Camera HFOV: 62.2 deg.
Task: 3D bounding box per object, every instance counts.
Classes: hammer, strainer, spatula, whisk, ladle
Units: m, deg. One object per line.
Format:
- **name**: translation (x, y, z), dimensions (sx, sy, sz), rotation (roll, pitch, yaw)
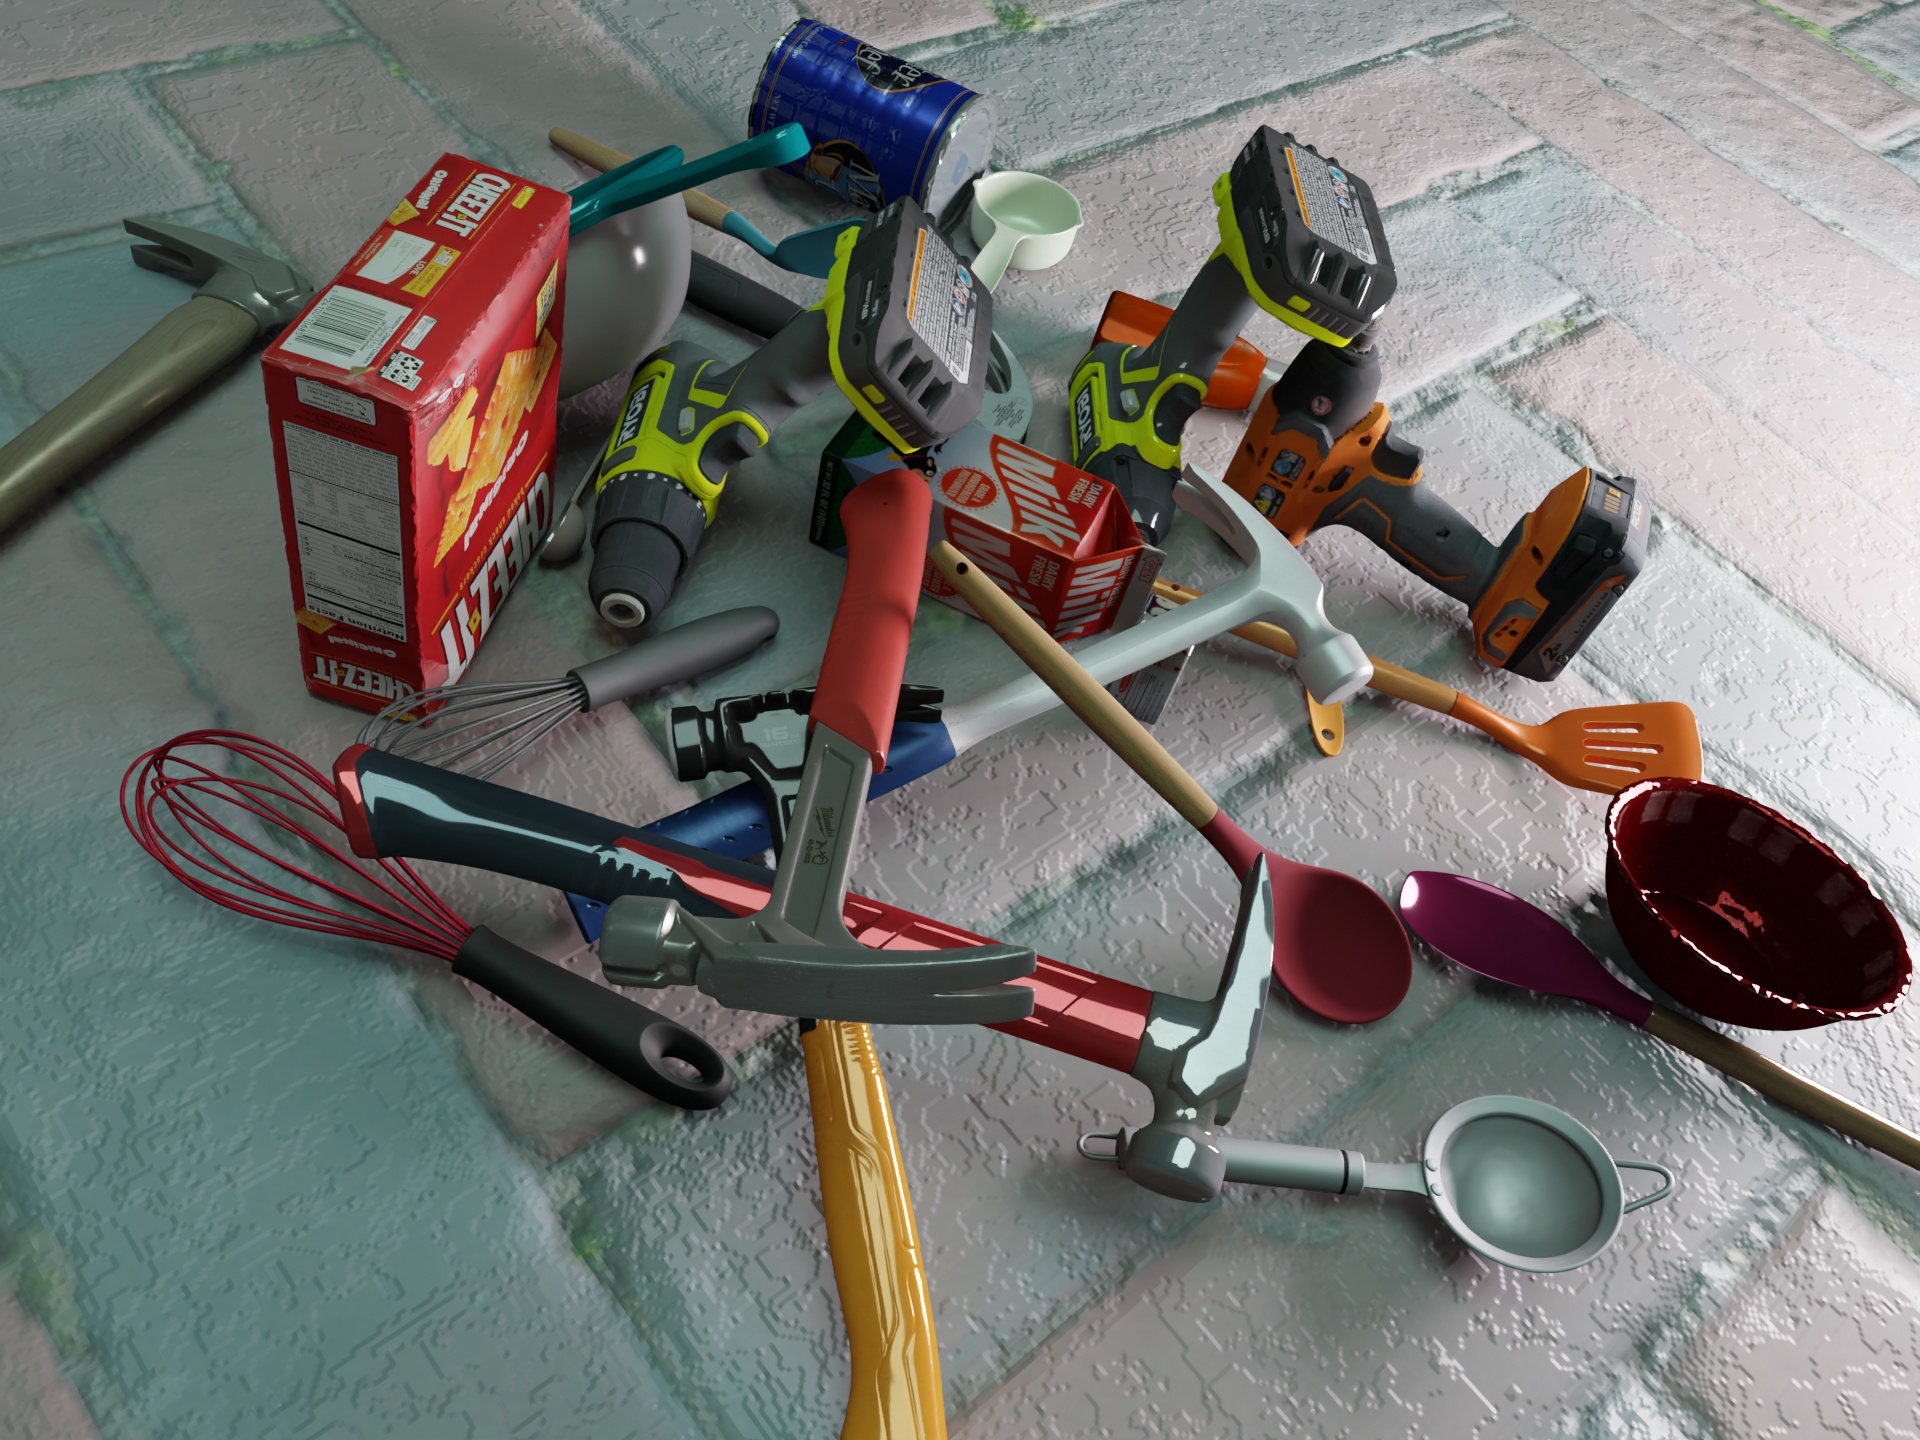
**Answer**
- **hammer**: translation (-0.001, -0.002, 0.772), dimensions (0.405, 0.035, 0.144), rotation (-24, 71, -16)
- **strainer**: translation (0.179, 0.201, 0.703), dimensions (0.258, 0.050, 0.087), rotation (7, 44, -2)
- **spatula**: translation (-0.158, -0.337, 1.020), dimensions (0.318, 0.044, 0.082), rotation (33, 9, 29)
- **whisk**: translation (-0.187, -0.013, 0.784), dimensions (0.239, 0.055, 0.055), rotation (-25, 61, -35)
- **whisk**: translation (-0.228, 0.088, 0.683), dimensions (0.296, 0.073, 0.073), rotation (29, 50, 2)
- **ladle**: translation (0.098, 0.029, 0.750), dimensions (0.315, 0.031, 0.069), rotation (44, 72, -12)
- **hammer**: translation (-0.066, 0.067, 0.651), dimensions (0.386, 0.038, 0.143), rotation (17, 63, 4)
- **hammer**: translation (-0.104, -0.246, 0.999), dimensions (0.331, 0.033, 0.128), rotation (28, 51, 9)
- **spatula**: translation (0.259, -0.025, 0.898), dimensions (0.322, 0.041, 0.081), rotation (21, 50, -2)
- **strainer**: translation (-0.183, -0.232, 0.845), dimensions (0.340, 0.095, 0.211), rotation (0, 36, 43)
- **hammer**: translation (-0.484, -0.125, 0.802), dimensions (0.146, 0.038, 0.411), rotation (22, 50, 6)
- **hammer**: translation (-0.042, 0.138, 0.658), dimensions (0.127, 0.034, 0.337), rotation (-7, 65, -9)
- **hammer**: translation (-0.035, -0.012, 0.679), dimensions (0.149, 0.036, 0.359), rotation (4, 35, 3)

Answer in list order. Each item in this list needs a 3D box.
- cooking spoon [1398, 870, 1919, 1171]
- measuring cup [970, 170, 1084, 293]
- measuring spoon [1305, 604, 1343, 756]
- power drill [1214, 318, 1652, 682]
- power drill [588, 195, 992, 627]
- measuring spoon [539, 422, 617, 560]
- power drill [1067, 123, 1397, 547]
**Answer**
- **cooking spoon**: translation (0.367, 0.160, 0.797), dimensions (0.319, 0.017, 0.069), rotation (27, 40, 9)
- **measuring cup**: translation (0.029, -0.317, 1.089), dimensions (0.083, 0.038, 0.168), rotation (22, 52, 4)
- **measuring spoon**: translation (0.205, -0.026, 0.915), dimensions (0.021, 0.011, 0.117), rotation (9, 53, -12)
- **power drill**: translation (0.273, -0.132, 0.917), dimensions (0.226, 0.164, 0.084), rotation (26, 48, 5)
- **power drill**: translation (-0.100, -0.154, 0.825), dimensions (0.080, 0.228, 0.191), rotation (43, 38, -35)
- **measuring spoon**: translation (-0.204, -0.130, 0.886), dimensions (0.018, 0.034, 0.124), rotation (32, 42, -18)
- **power drill**: translation (0.140, -0.203, 0.902), dimensions (0.080, 0.223, 0.171), rotation (20, 46, -22)
